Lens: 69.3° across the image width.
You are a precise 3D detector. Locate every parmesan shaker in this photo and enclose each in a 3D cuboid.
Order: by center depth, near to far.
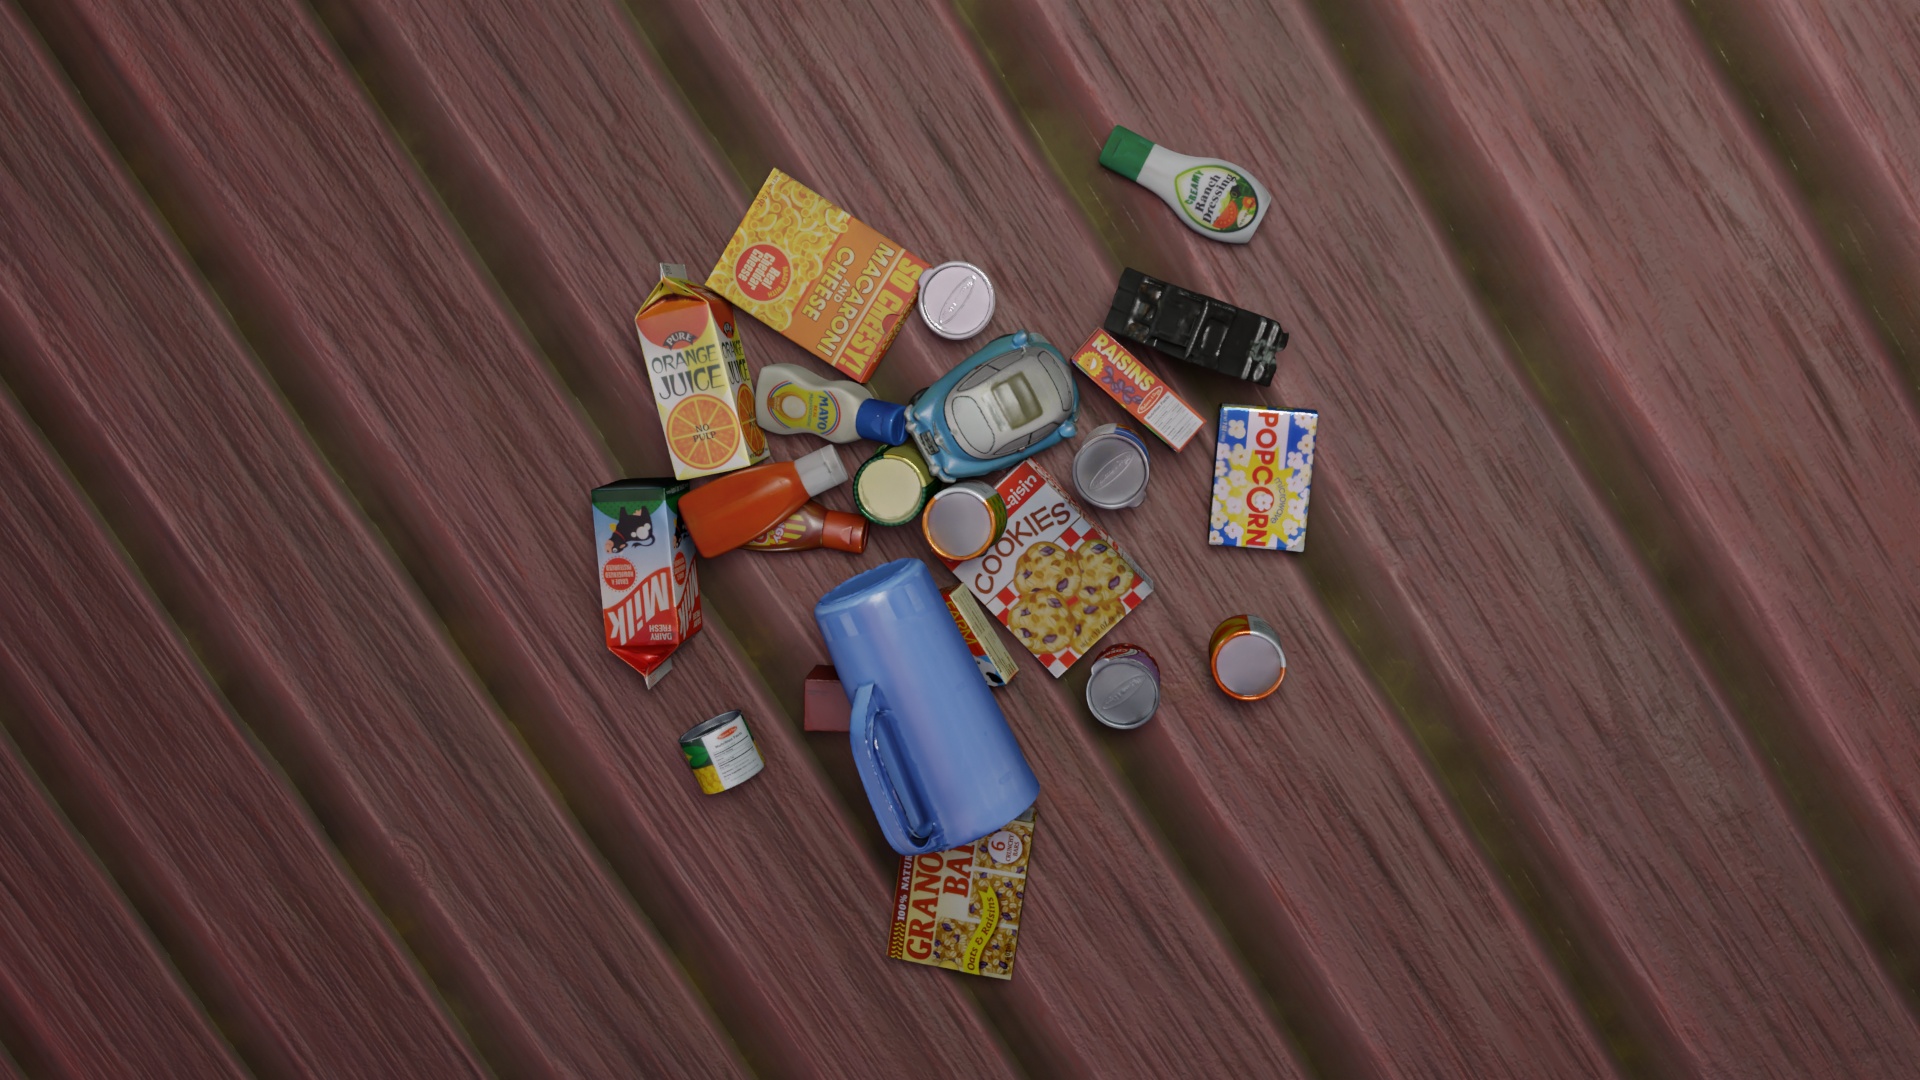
[{"bbox_3d":[-0.057,-0.054,1.244,0.071,0.103,0.071,2,101,8],"label":"parmesan shaker"}]

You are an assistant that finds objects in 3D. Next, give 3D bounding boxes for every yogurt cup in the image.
[{"bbox_3d":[0.000,-0.213,1.232,0.072,0.054,0.072,2,101,8],"label":"yogurt cup"}]

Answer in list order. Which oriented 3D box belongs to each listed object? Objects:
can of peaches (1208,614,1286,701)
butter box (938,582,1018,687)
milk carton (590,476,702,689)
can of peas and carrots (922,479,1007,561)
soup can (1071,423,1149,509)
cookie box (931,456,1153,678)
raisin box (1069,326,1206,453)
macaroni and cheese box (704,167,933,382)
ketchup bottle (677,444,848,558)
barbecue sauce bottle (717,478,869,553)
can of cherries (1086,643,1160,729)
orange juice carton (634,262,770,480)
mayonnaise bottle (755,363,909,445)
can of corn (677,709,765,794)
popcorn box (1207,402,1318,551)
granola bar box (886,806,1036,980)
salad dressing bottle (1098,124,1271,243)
[{"bbox_3d":[0.257,0.107,1.252,0.071,0.058,0.071,1,100,7],"label":"can of peaches"},{"bbox_3d":[0.006,0.089,1.283,0.053,0.024,0.103,-18,109,47],"label":"butter box"},{"bbox_3d":[-0.293,0.039,1.311,0.073,0.072,0.190,-2,100,8],"label":"milk carton"},{"bbox_3d":[0.004,-0.015,1.223,0.071,0.059,0.071,2,98,12],"label":"can of peas and carrots"},{"bbox_3d":[0.136,-0.064,1.225,0.071,0.084,0.071,2,101,8],"label":"soup can"},{"bbox_3d":[0.075,0.023,1.272,0.122,0.040,0.167,-44,93,13],"label":"cookie box"},{"bbox_3d":[0.152,-0.131,1.209,0.123,0.086,0.040,41,98,-1],"label":"raisin box"},{"bbox_3d":[-0.126,-0.236,1.248,0.166,0.040,0.123,32,97,1],"label":"macaroni and cheese box"},{"bbox_3d":[-0.176,-0.040,1.254,0.149,0.043,0.064,-24,94,2],"label":"ketchup bottle"},{"bbox_3d":[-0.161,-0.017,1.297,0.148,0.044,0.064,9,99,6],"label":"barbecue sauce bottle"},{"bbox_3d":[0.149,0.130,1.272,0.071,0.058,0.071,2,101,9],"label":"can of cherries"},{"bbox_3d":[-0.239,-0.158,1.267,0.073,0.072,0.192,-12,99,10],"label":"orange juice carton"},{"bbox_3d":[-0.115,-0.118,1.249,0.148,0.041,0.064,15,109,27],"label":"mayonnaise bottle"},{"bbox_3d":[-0.230,0.203,1.337,0.071,0.071,0.058,-22,97,12],"label":"can of corn"},{"bbox_3d":[0.267,-0.056,1.231,0.085,0.038,0.126,5,101,7],"label":"popcorn box"},{"bbox_3d":[0.001,0.331,1.339,0.124,0.039,0.165,9,101,7],"label":"granola bar box"},{"bbox_3d":[0.191,-0.308,1.193,0.148,0.044,0.064,27,104,3],"label":"salad dressing bottle"}]
